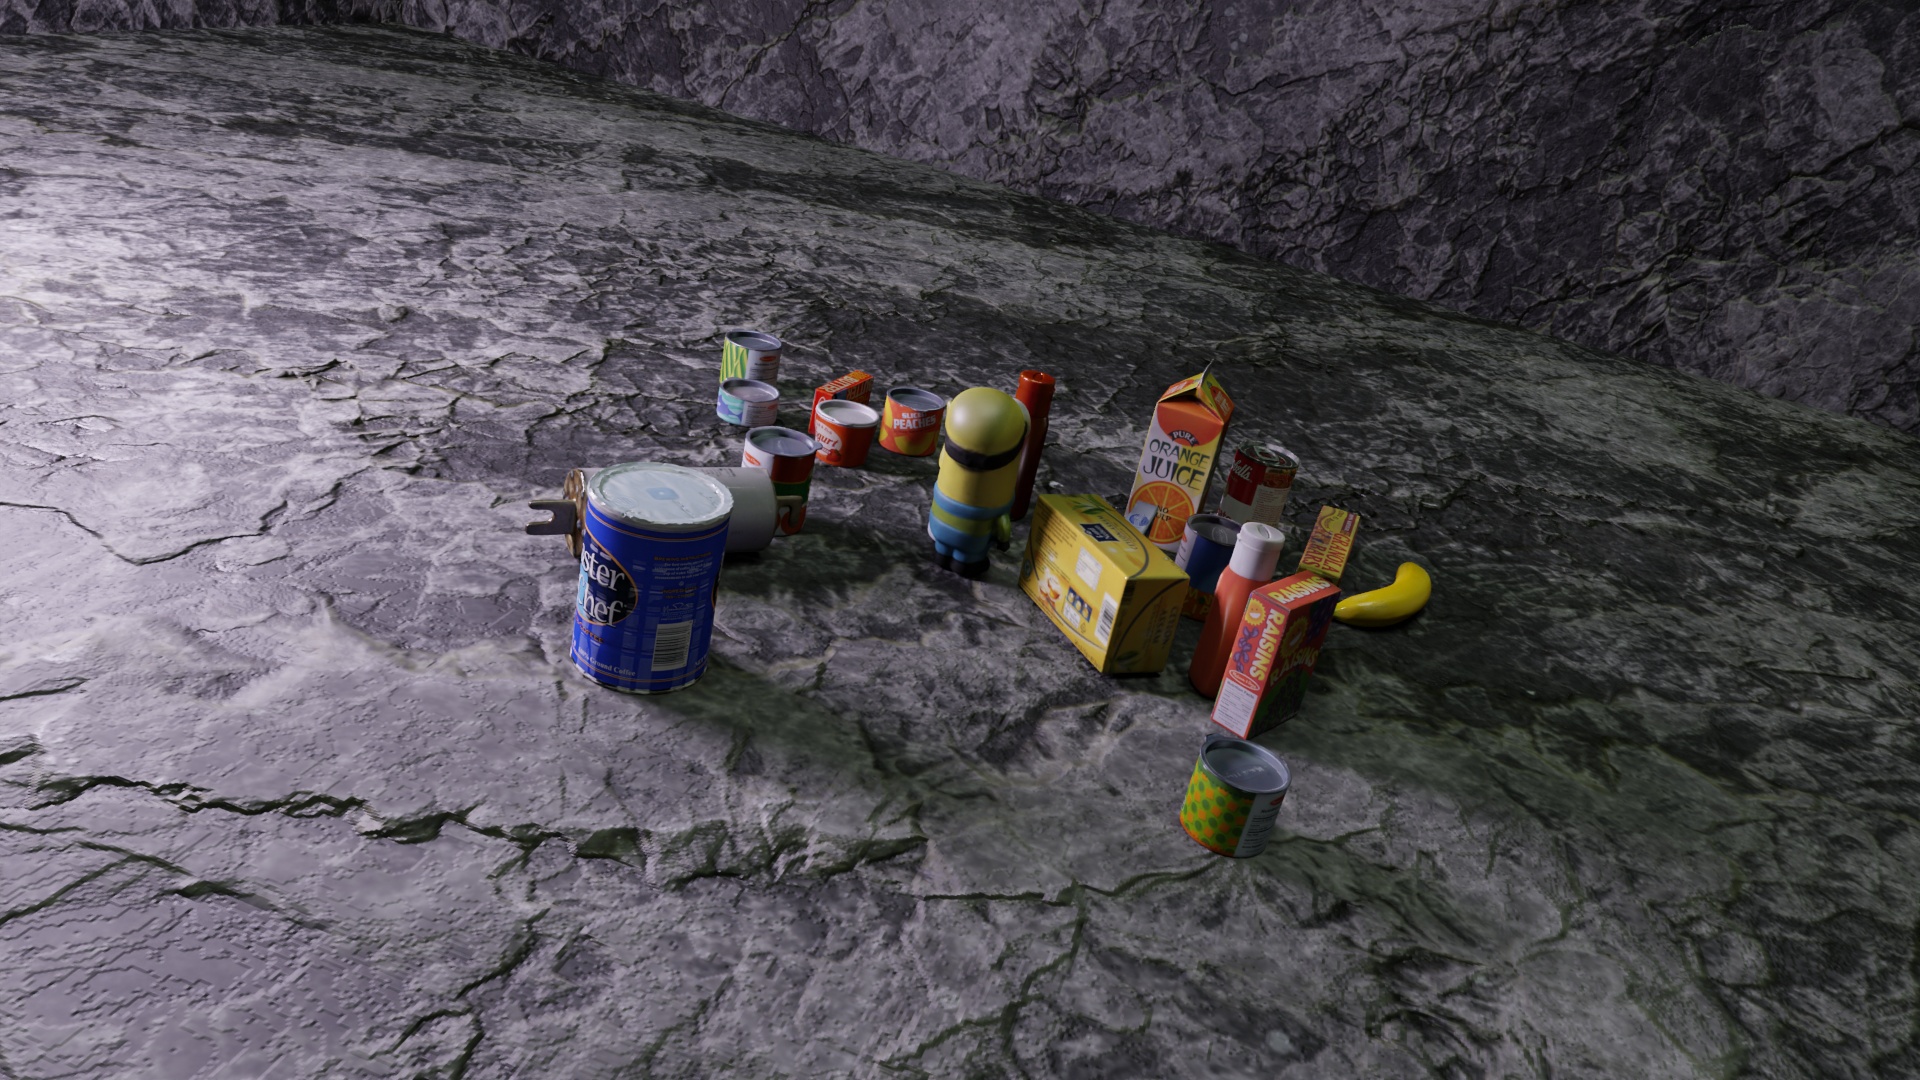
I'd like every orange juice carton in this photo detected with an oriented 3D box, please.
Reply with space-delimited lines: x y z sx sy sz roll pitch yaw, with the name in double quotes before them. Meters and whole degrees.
"orange juice carton" 0.229 -0.091 1.430 0.073 0.191 0.072 19 25 13

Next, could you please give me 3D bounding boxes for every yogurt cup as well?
"yogurt cup" -0.123 -0.112 1.467 0.072 0.053 0.073 11 24 -5

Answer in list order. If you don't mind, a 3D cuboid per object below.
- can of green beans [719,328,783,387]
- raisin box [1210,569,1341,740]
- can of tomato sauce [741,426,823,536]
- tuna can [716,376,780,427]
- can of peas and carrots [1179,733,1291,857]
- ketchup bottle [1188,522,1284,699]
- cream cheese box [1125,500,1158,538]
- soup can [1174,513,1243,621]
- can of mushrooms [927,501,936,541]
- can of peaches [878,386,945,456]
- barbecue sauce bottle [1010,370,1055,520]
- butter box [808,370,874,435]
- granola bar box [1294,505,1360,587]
"can of green beans" -0.242 -0.204 1.600 0.071 0.057 0.071 11 24 -5
"raisin box" 0.258 0.093 1.137 0.040 0.122 0.086 32 30 35
"can of tomato sauce" -0.170 -0.055 1.286 0.071 0.082 0.071 11 24 -5
"tuna can" -0.234 -0.152 1.521 0.071 0.032 0.071 11 25 -5
"can of peas and carrots" 0.194 0.182 0.992 0.071 0.058 0.071 11 24 -5
"ketchup bottle" 0.233 0.058 1.168 0.043 0.148 0.065 12 24 -3
"cream cheese box" 0.168 0.003 1.367 0.024 0.053 0.104 19 25 12
"soup can" 0.238 0.027 1.314 0.071 0.083 0.071 11 24 -5
"can of mushrooms" 0.005 -0.017 1.352 0.071 0.033 0.071 11 25 -5
"can of peaches" -0.054 -0.130 1.536 0.071 0.057 0.071 11 24 -5
"barbecue sauce bottle" 0.063 -0.098 1.417 0.044 0.147 0.065 16 24 7
"butter box" -0.133 -0.153 1.550 0.024 0.053 0.104 21 25 16
"granola bar box" 0.316 0.053 1.249 0.039 0.123 0.166 20 25 14
